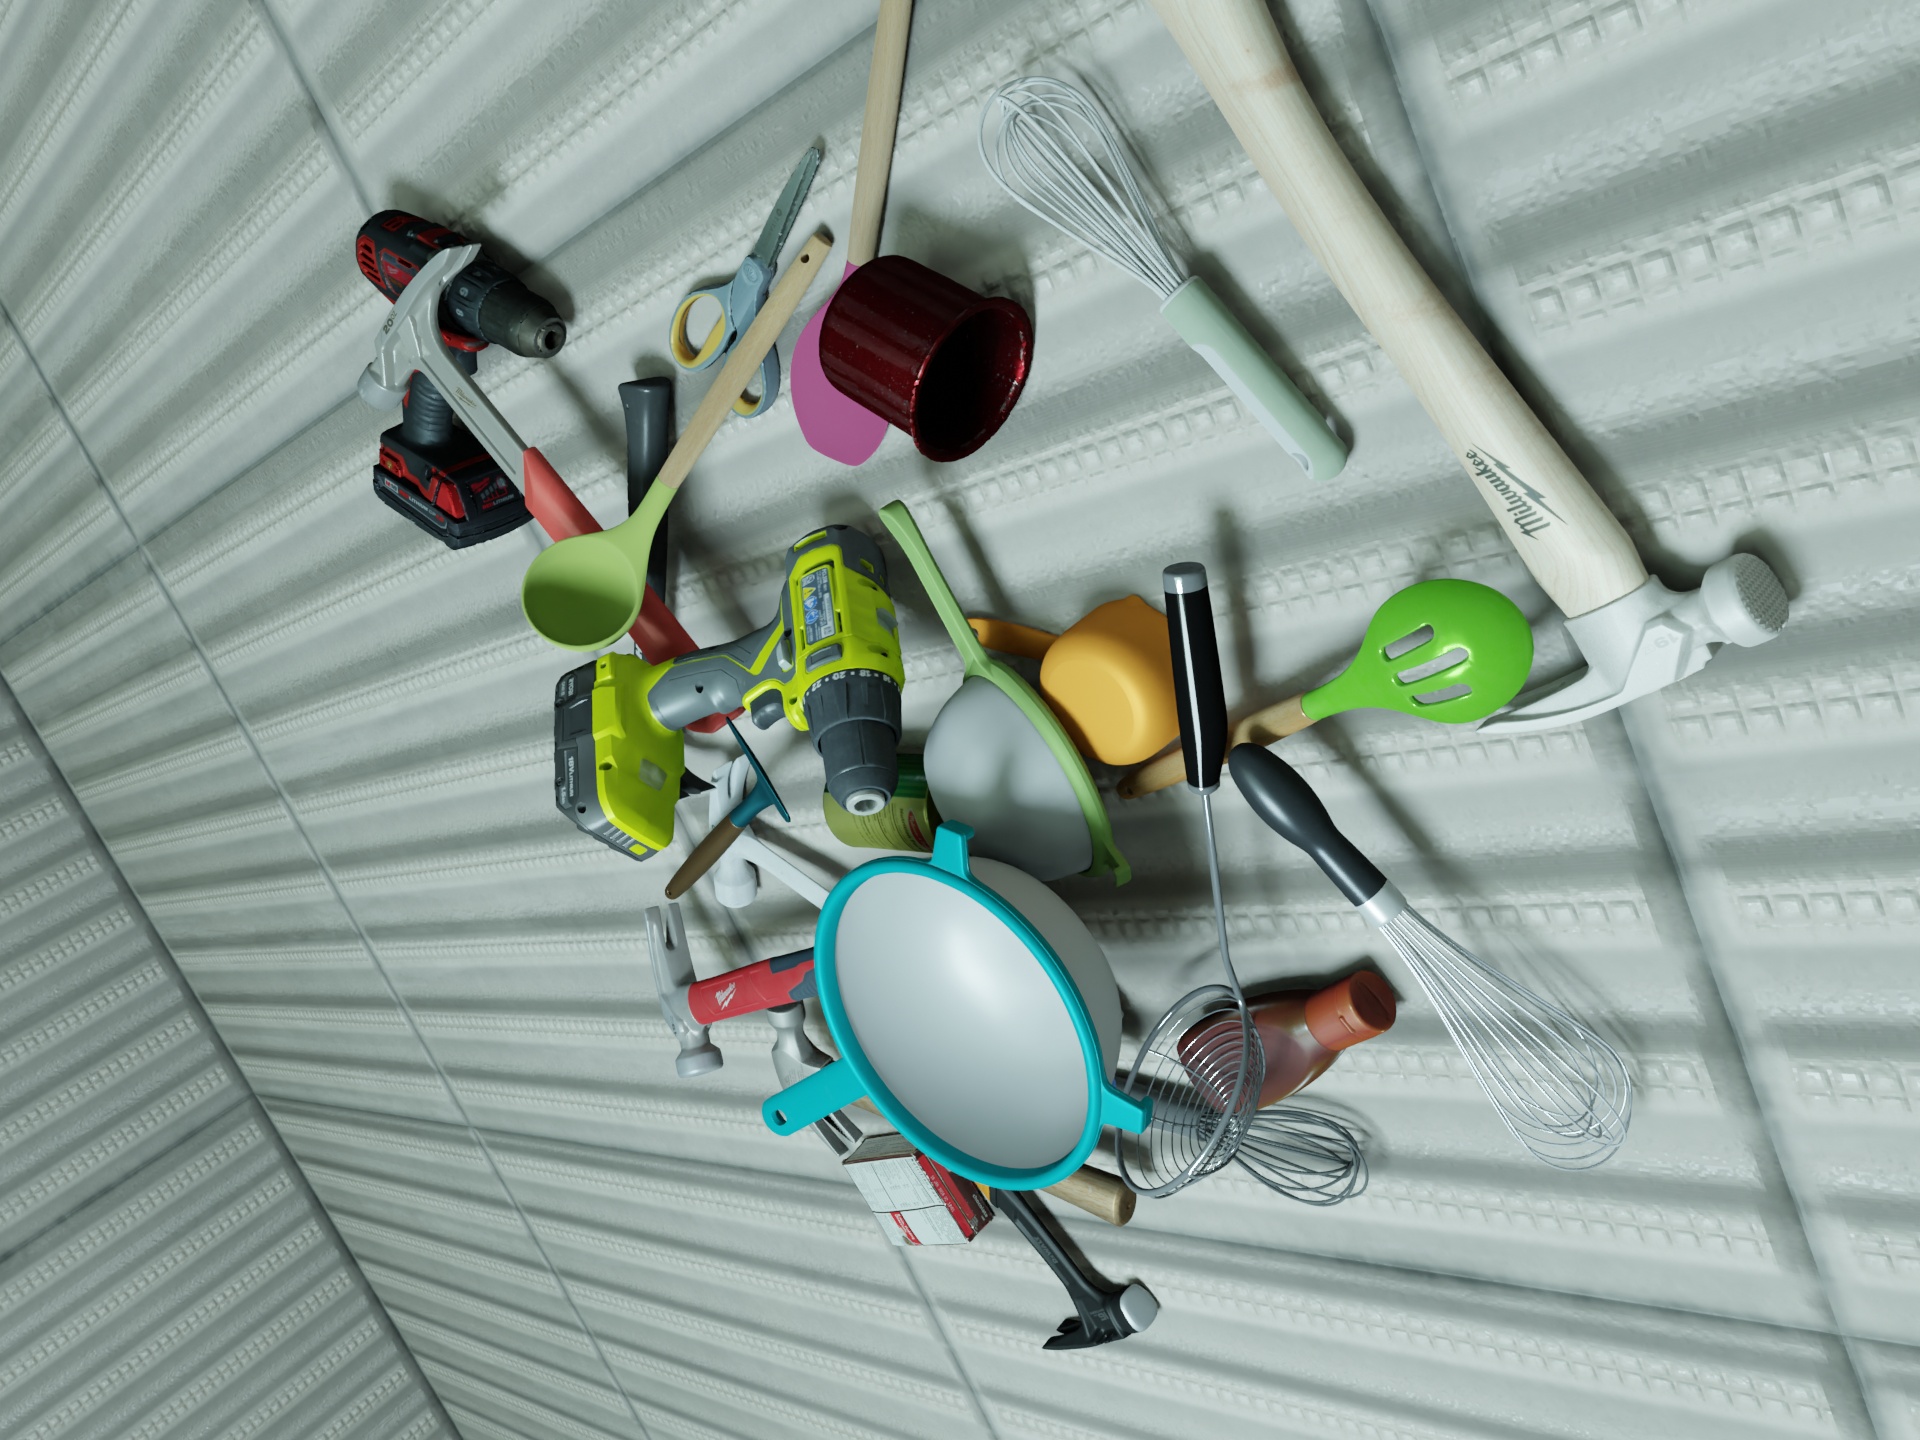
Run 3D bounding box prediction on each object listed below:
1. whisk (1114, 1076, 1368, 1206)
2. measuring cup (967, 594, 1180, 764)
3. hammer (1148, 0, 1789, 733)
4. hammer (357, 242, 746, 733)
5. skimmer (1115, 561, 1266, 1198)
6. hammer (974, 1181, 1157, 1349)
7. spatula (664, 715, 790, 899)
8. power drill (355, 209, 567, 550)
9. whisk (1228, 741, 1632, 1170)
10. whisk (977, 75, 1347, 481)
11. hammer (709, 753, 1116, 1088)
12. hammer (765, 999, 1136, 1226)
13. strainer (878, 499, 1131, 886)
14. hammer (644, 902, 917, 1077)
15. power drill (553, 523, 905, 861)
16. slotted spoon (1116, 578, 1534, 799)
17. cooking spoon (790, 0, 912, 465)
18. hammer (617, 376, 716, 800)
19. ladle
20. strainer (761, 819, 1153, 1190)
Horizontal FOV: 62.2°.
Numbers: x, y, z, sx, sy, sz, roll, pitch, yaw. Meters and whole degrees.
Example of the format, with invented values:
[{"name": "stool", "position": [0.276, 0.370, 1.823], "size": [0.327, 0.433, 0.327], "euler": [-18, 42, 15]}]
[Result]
[{"name": "whisk", "position": [0.159, 0.265, 1.035], "size": [0.239, 0.055, 0.055], "euler": [5, 120, 47]}, {"name": "measuring cup", "position": [0.054, -0.028, 0.923], "size": [0.174, 0.052, 0.095], "euler": [16, 127, 34]}, {"name": "hammer", "position": [0.185, -0.181, 0.703], "size": [0.410, 0.038, 0.146], "euler": [56, 142, -1]}, {"name": "hammer", "position": [-0.265, -0.143, 1.083], "size": [0.359, 0.037, 0.149], "euler": [51, 126, 0]}, {"name": "skimmer", "position": [0.110, 0.094, 0.869], "size": [0.127, 0.090, 0.363], "euler": [-103, 3, -67]}, {"name": "hammer", "position": [0.011, 0.345, 1.241], "size": [0.337, 0.034, 0.127], "euler": [52, 139, 3]}, {"name": "spatula", "position": [-0.181, 0.084, 1.178], "size": [0.082, 0.044, 0.317], "euler": [57, 146, 8]}, {"name": "power drill", "position": [-0.361, -0.242, 1.168], "size": [0.188, 0.080, 0.226], "euler": [32, 132, 25]}, {"name": "whisk", "position": [0.238, 0.118, 0.818], "size": [0.284, 0.070, 0.070], "euler": [46, 140, 1]}, {"name": "whisk", "position": [0.099, -0.209, 0.761], "size": [0.246, 0.059, 0.058], "euler": [49, 178, 1]}, {"name": "hammer", "position": [-0.052, 0.157, 1.135], "size": [0.406, 0.035, 0.144], "euler": [30, 134, 37]}, {"name": "hammer", "position": [-0.014, 0.305, 1.189], "size": [0.331, 0.031, 0.130], "euler": [13, 124, 37]}, {"name": "strainer", "position": [-0.001, -0.003, 0.938], "size": [0.256, 0.069, 0.151], "euler": [62, 165, -13]}, {"name": "hammer", "position": [-0.131, 0.175, 1.172], "size": [0.386, 0.038, 0.143], "euler": [-25, 77, 52]}, {"name": "power drill", "position": [-0.137, 0.000, 0.983], "size": [0.228, 0.191, 0.080], "euler": [-23, 144, 19]}, {"name": "slotted spoon", "position": [0.168, 0.002, 0.825], "size": [0.070, 0.031, 0.314], "euler": [56, 149, -2]}, {"name": "cooking spoon", "position": [-0.052, -0.278, 0.880], "size": [0.069, 0.017, 0.318], "euler": [26, 134, 14]}, {"name": "hammer", "position": [-0.222, -0.091, 1.148], "size": [0.146, 0.035, 0.334], "euler": [43, 139, 39]}, {"name": "ladle", "position": [-0.174, -0.166, 0.978], "size": [0.078, 0.062, 0.320], "euler": [45, 119, 9]}, {"name": "strainer", "position": [-0.014, 0.187, 0.980], "size": [0.211, 0.095, 0.340], "euler": [56, 137, 4]}]
